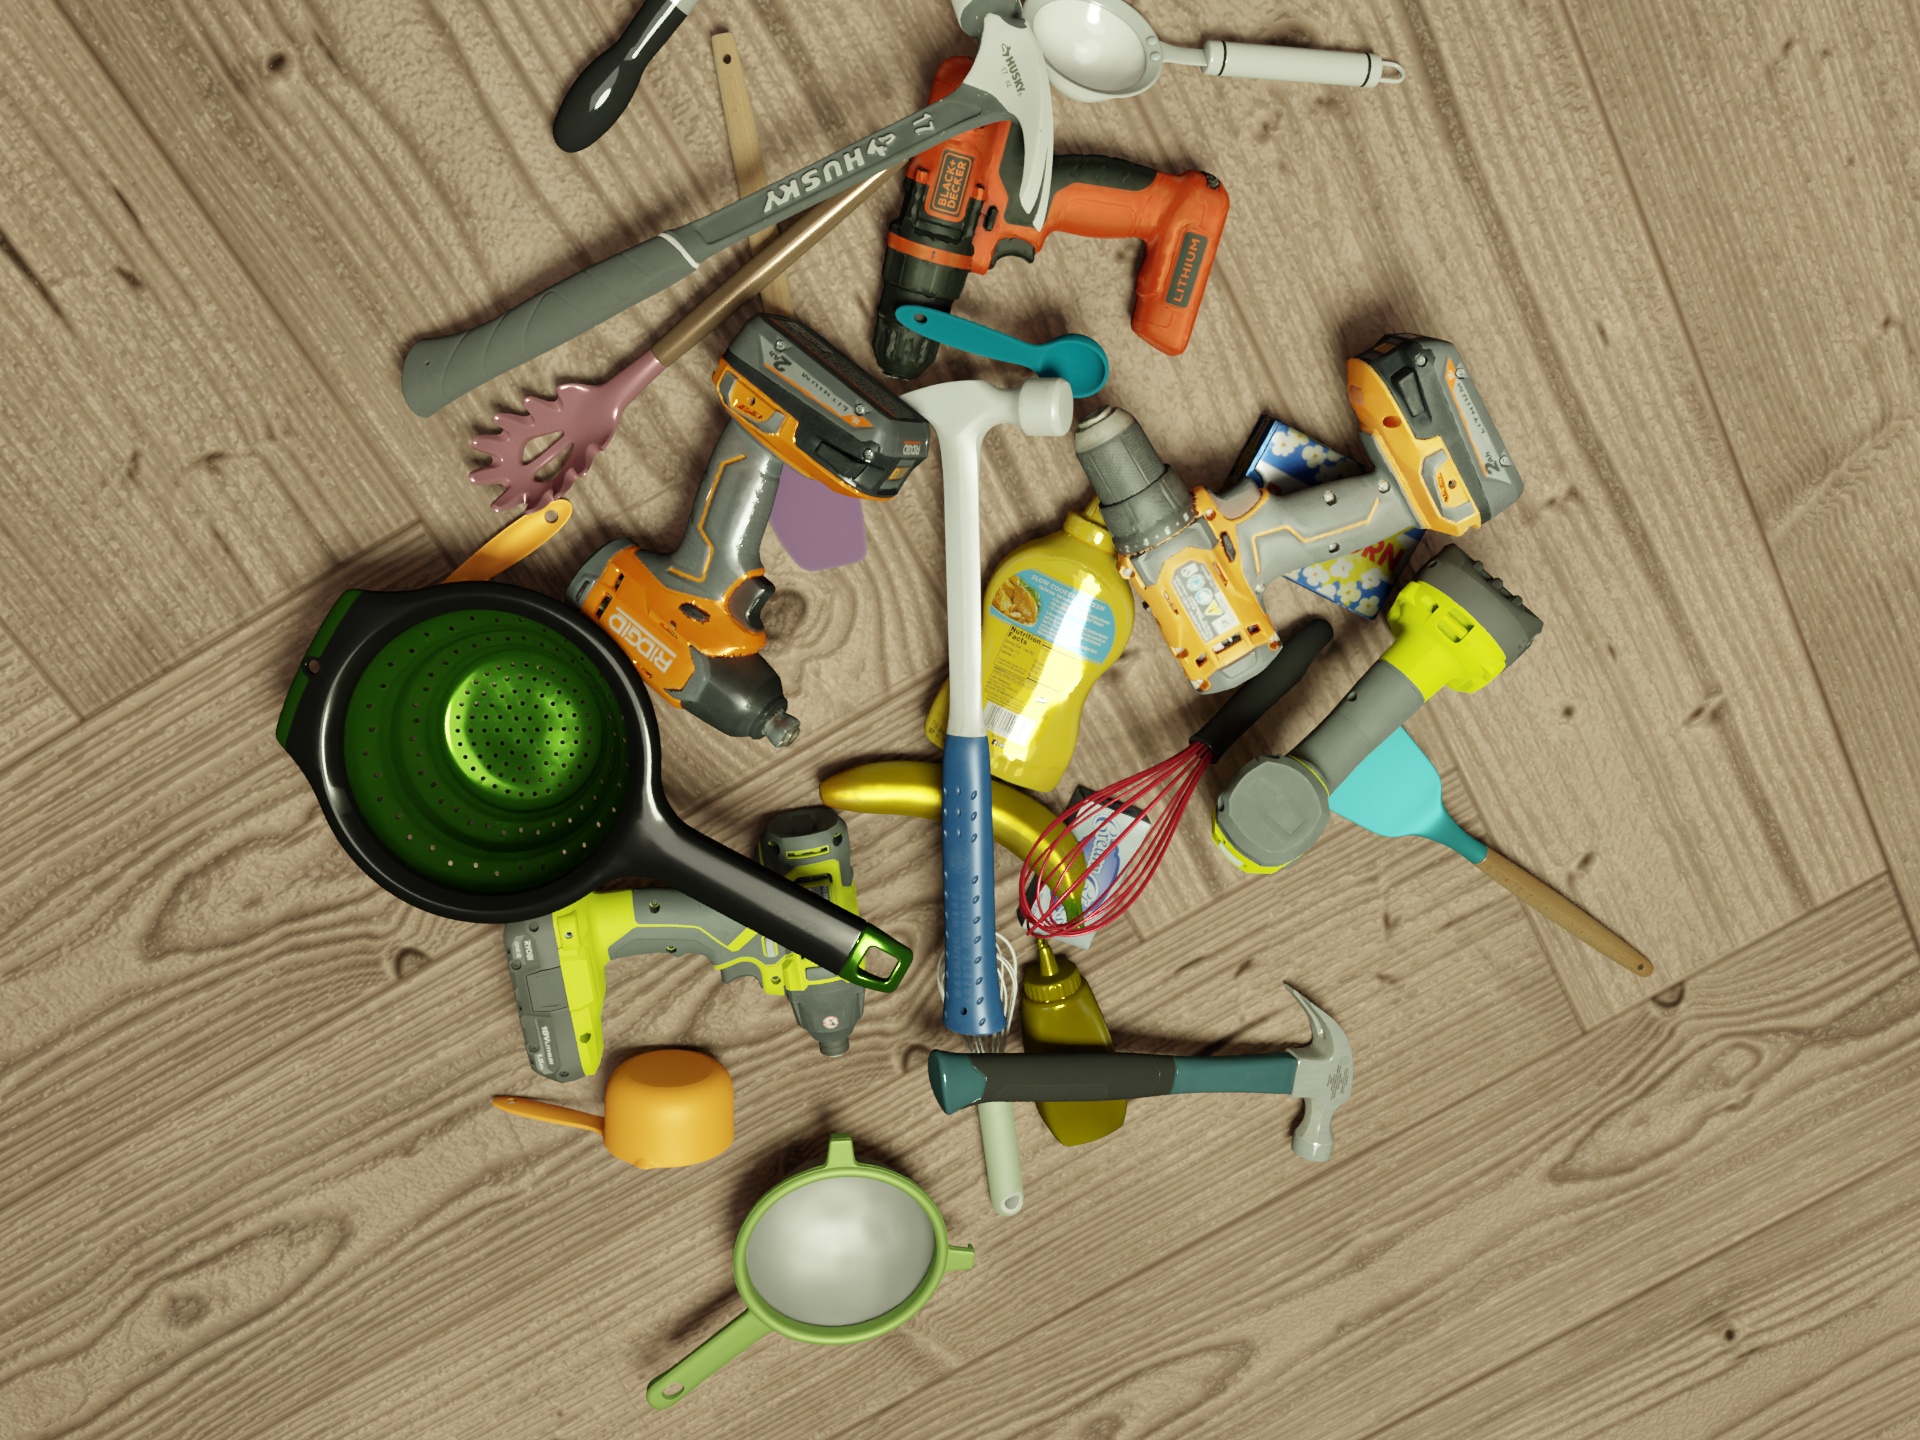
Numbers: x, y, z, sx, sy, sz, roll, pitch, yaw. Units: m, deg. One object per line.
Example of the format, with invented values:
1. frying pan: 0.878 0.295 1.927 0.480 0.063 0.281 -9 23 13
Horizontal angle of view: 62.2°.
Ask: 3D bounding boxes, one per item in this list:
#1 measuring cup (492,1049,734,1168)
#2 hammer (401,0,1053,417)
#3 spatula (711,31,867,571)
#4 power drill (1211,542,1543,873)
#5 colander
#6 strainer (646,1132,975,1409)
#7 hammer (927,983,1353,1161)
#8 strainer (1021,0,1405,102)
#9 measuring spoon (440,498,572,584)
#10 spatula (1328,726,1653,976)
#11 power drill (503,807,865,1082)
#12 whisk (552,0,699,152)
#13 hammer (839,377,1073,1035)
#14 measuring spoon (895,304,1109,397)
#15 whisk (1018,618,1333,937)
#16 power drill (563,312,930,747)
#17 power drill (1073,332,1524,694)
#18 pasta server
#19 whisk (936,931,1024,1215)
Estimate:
1. measuring cup: -0.237 0.253 1.082 0.173 0.095 0.052 7 103 10
2. hammer: -0.137 -0.263 0.879 0.409 0.036 0.149 -22 71 15
3. spatula: -0.110 -0.241 0.950 0.060 0.018 0.315 -10 111 -2
4. power drill: 0.248 0.007 1.007 0.228 0.190 0.080 -45 79 -1
5. colander: -0.207 0.052 0.975 0.397 0.094 0.204 29 99 -4
6. strainer: -0.127 0.397 1.140 0.256 0.069 0.151 -40 111 8
7. hammer: 0.131 0.246 1.096 0.330 0.033 0.128 5 102 -24
8. strainer: 0.138 -0.381 0.919 0.258 0.050 0.087 -1 65 -12
9. measuring spoon: -0.288 -0.101 0.983 0.117 0.011 0.021 -35 108 2
10. spatula: 0.380 0.100 1.123 0.317 0.044 0.082 33 102 -21
11. power drill: -0.175 0.159 1.051 0.223 0.080 0.171 -8 109 -7
12. whisk: -0.132 -0.425 0.868 0.070 0.070 0.284 39 106 -17
13. hammer: -0.002 -0.003 0.980 0.144 0.035 0.405 4 103 22
14. measuring spoon: 0.025 -0.223 0.923 0.128 0.021 0.042 17 143 -3
15. whisk: 0.140 0.032 1.005 0.296 0.073 0.073 -43 110 -19
16. power drill: -0.116 -0.102 0.931 0.164 0.084 0.226 40 109 10
17. power drill: 0.192 -0.145 0.946 0.226 0.084 0.185 -31 106 7
18. pasta server: -0.157 -0.229 0.925 0.316 0.040 0.060 -37 94 12
19. whisk: 0.021 0.251 1.121 0.058 0.059 0.246 -16 116 -19
